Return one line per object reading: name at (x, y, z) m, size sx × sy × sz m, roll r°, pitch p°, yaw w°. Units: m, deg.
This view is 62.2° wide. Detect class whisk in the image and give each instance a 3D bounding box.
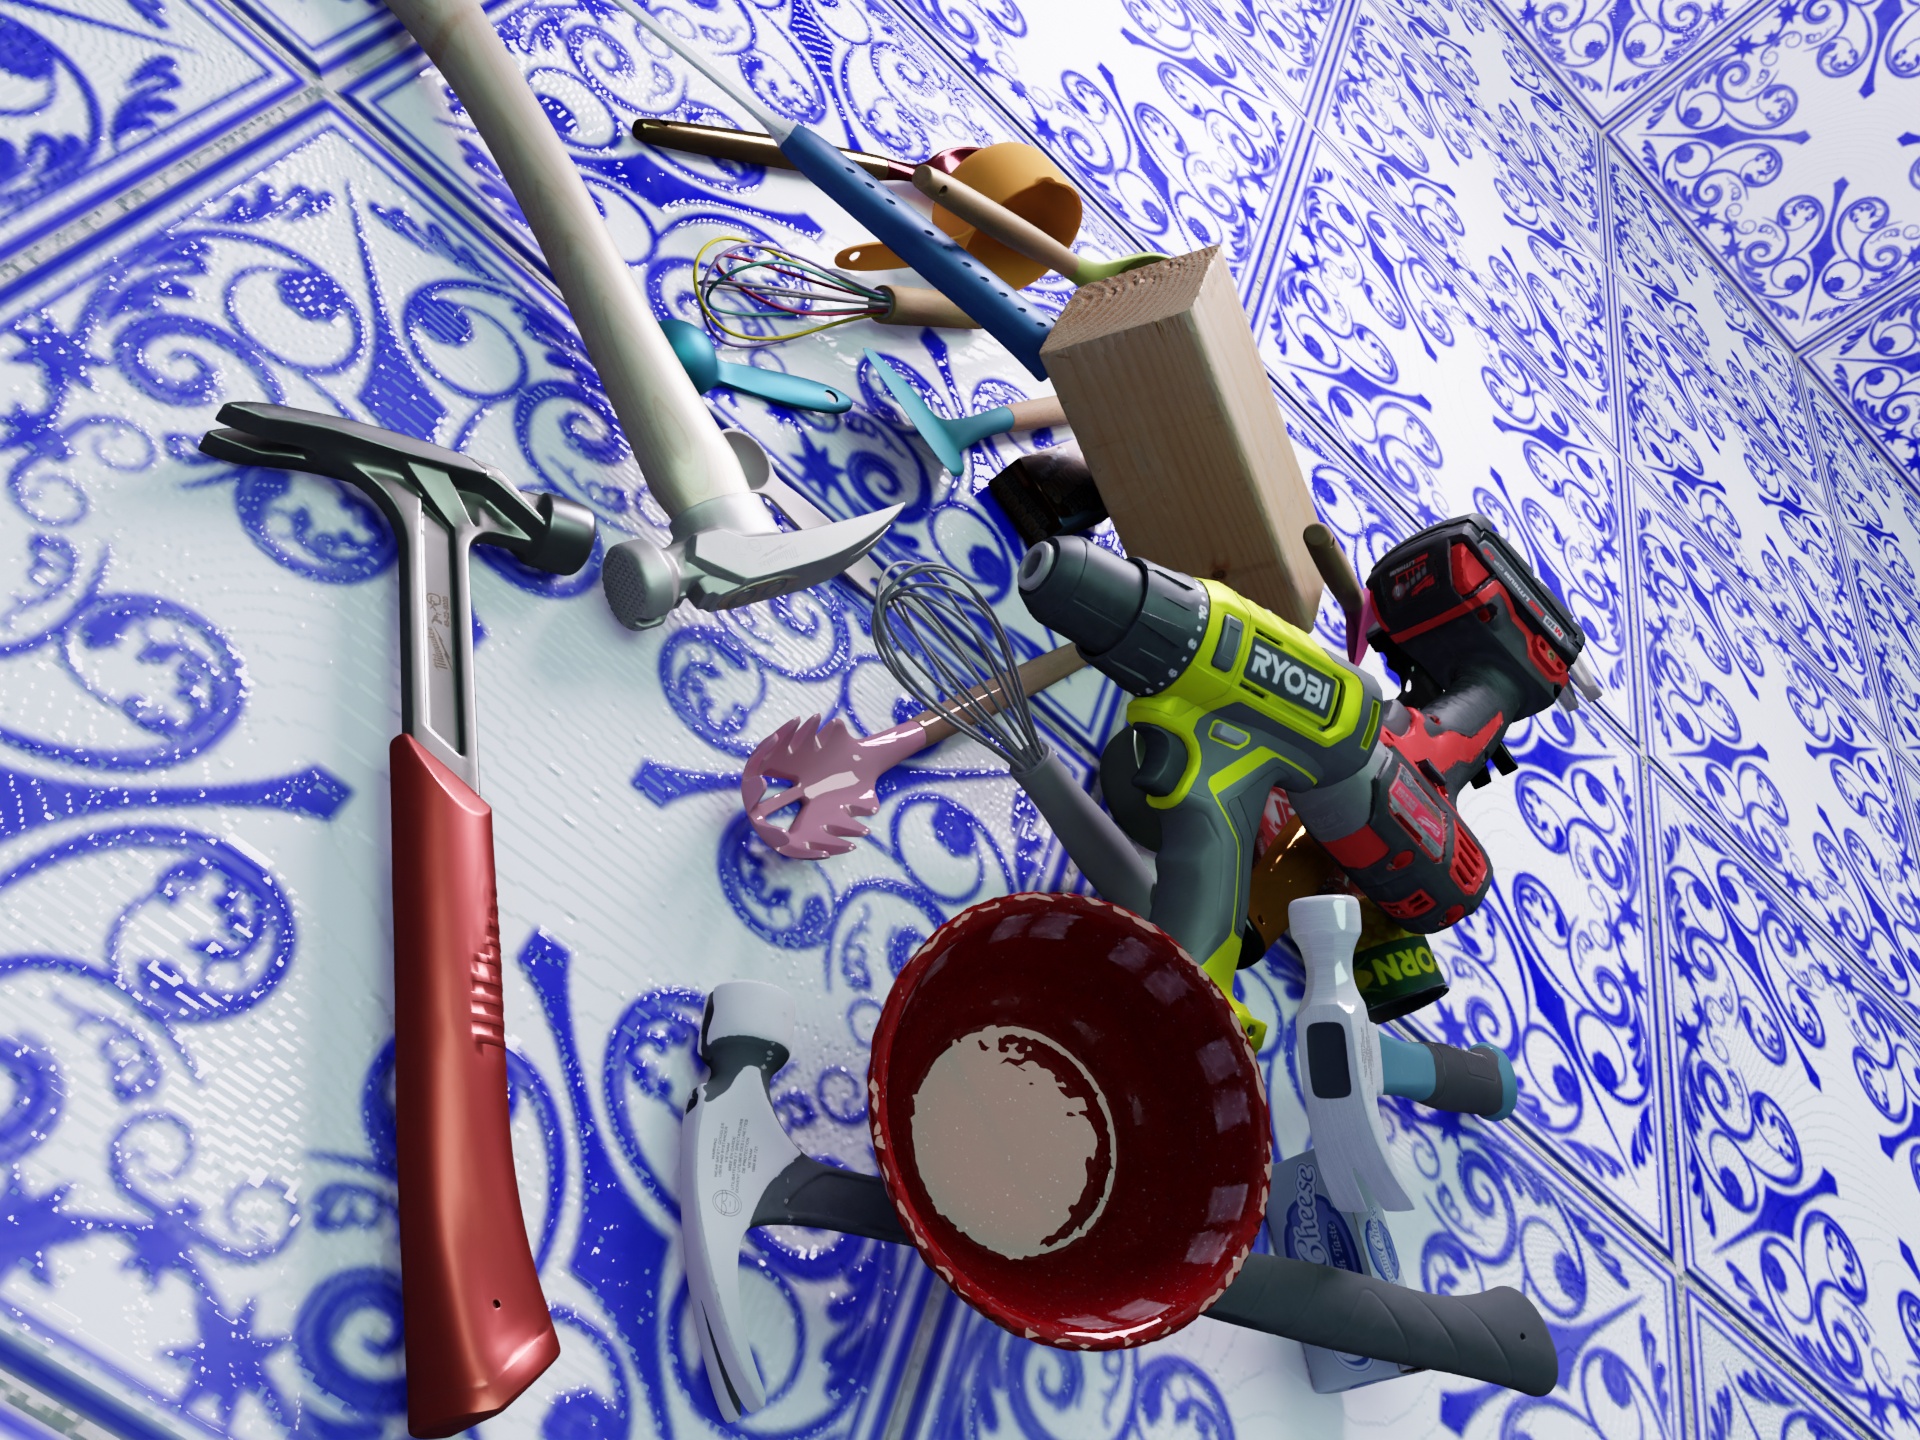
whisk at (0.033, 0.017, 0.747) m, size 0.238 × 0.055 × 0.055 m, roll 52°, pitch 35°, yaw -30°
whisk at (-0.057, -0.236, 0.882) m, size 0.245 × 0.051 × 0.047 m, roll -15°, pitch 67°, yaw -52°

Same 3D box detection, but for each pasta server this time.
pasta server at (-0.001, -0.002, 0.766) m, size 0.316 × 0.040 × 0.060 m, roll -26°, pitch 94°, yaw -52°

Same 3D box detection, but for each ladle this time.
ladle at (-0.065, -0.336, 0.960) m, size 0.315 × 0.031 × 0.069 m, roll -11°, pitch 55°, yaw -46°
ladle at (0.063, -0.274, 0.953) m, size 0.062 × 0.078 × 0.320 m, roll 40°, pitch 18°, yaw 22°

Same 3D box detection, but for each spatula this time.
spatula at (0.048, -0.187, 0.948) m, size 0.317 × 0.044 × 0.082 m, roll -23°, pitch 75°, yaw -51°

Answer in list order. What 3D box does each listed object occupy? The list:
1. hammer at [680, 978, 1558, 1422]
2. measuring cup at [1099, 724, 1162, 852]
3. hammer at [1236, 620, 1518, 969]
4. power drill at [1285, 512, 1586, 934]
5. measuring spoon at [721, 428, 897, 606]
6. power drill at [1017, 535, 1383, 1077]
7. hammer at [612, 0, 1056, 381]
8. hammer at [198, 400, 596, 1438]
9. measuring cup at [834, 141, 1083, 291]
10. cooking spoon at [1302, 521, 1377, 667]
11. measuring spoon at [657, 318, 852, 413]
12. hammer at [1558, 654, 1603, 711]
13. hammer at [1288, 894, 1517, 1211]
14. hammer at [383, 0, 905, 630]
hammer at (0.080, 0.222, 0.632) m, size 0.408 × 0.036 × 0.149 m, roll 20°, pitch 51°, yaw -22°
measuring cup at (0.127, 0.016, 0.881) m, size 0.083 × 0.038 × 0.167 m, roll 50°, pitch 37°, yaw -4°
hammer at (0.224, 0.048, 0.899) m, size 0.127 × 0.034 × 0.337 m, roll 55°, pitch 42°, yaw -1°
power drill at (0.247, -0.006, 0.860) m, size 0.143 × 0.078 × 0.220 m, roll 45°, pitch 53°, yaw -11°
measuring spoon at (-0.078, -0.094, 0.780) m, size 0.124 × 0.018 × 0.034 m, roll 42°, pitch 44°, yaw -24°
power drill at (0.083, 0.044, 0.703) m, size 0.190 × 0.080 × 0.228 m, roll 25°, pitch 75°, yaw -26°
hammer at (-0.102, -0.318, 0.850) m, size 0.405 × 0.035 × 0.144 m, roll 36°, pitch 22°, yaw -17°
hammer at (-0.185, 0.050, 0.544) m, size 0.149 × 0.036 × 0.359 m, roll 13°, pitch 53°, yaw -38°
measuring cup at (-0.010, -0.303, 0.963) m, size 0.173 × 0.095 × 0.052 m, roll -16°, pitch 62°, yaw -29°
cooking spoon at (0.232, -0.078, 0.956) m, size 0.017 × 0.069 × 0.318 m, roll 19°, pitch 0°, yaw 20°
measuring spoon at (-0.102, -0.178, 0.807) m, size 0.128 × 0.021 × 0.042 m, roll 5°, pitch 58°, yaw -41°
hammer at (0.371, -0.007, 1.139) m, size 0.143 × 0.038 × 0.386 m, roll 55°, pitch 39°, yaw 0°
hammer at (0.227, 0.171, 0.781) m, size 0.330 × 0.033 × 0.128 m, roll 26°, pitch 60°, yaw -57°
hammer at (-0.177, -0.234, 0.747) m, size 0.146 × 0.038 × 0.411 m, roll -20°, pitch 75°, yaw -36°
